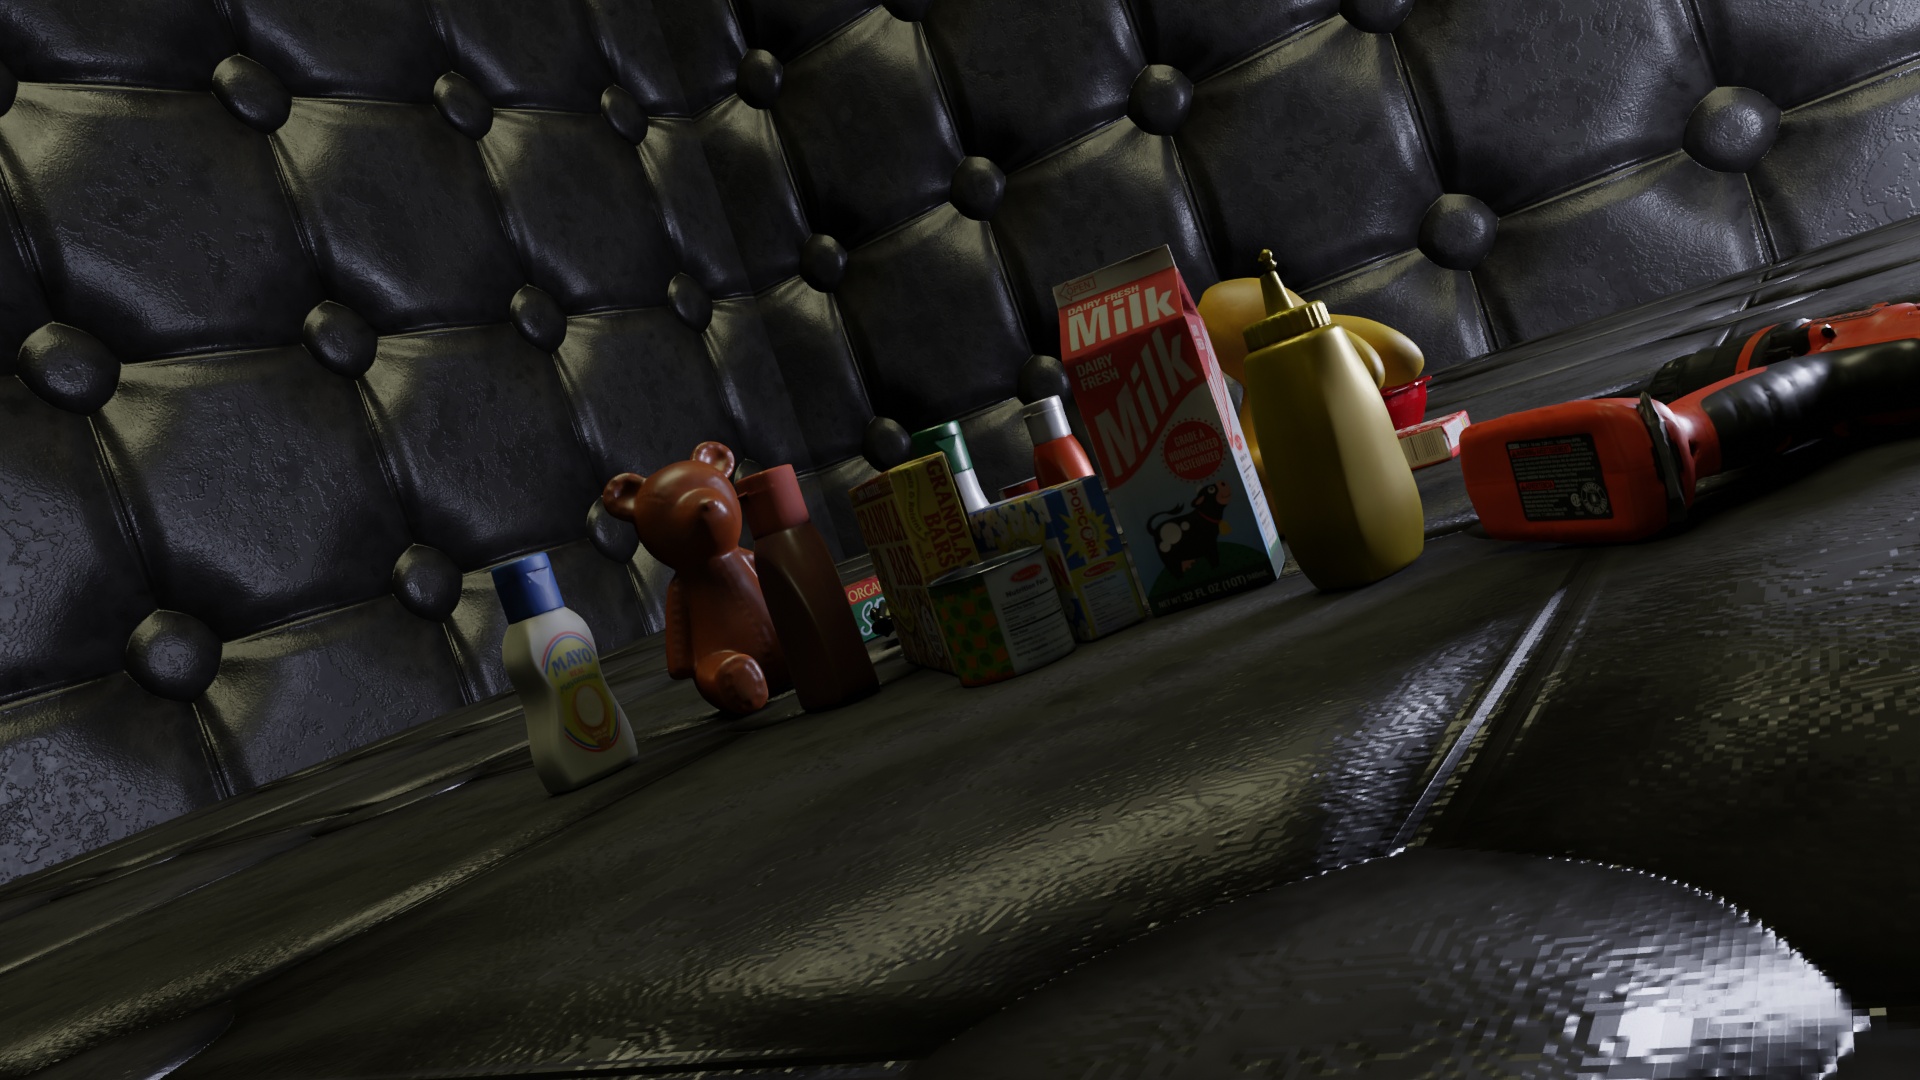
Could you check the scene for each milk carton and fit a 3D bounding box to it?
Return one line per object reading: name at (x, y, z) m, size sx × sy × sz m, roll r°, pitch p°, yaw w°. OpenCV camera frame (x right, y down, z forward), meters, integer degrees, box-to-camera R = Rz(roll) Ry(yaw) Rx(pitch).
milk carton at (0.113, -0.062, 0.770) m, size 0.072 × 0.190 × 0.073 m, roll -18°, pitch 2°, yaw 18°

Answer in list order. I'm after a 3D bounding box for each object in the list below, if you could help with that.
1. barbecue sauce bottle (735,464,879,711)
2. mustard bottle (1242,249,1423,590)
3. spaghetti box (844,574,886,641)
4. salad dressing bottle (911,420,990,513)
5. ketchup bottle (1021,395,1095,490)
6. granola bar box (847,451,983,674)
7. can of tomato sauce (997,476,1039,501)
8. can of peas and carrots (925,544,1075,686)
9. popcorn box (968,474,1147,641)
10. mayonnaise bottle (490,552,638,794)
barbecue sauce bottle at (-0.097, 0.029, 0.849) m, size 0.044 × 0.148 × 0.064 m, roll -20°, pitch 2°, yaw -33°
mustard bottle at (0.167, -0.059, 0.649) m, size 0.065 × 0.160 × 0.048 m, roll -21°, pitch 2°, yaw -39°
spaghetti box at (-0.021, 0.036, 1.262) m, size 0.028 × 0.050 × 0.251 m, roll -17°, pitch 3°, yaw 45°
salad dressing bottle at (0.004, -0.013, 1.013) m, size 0.064 × 0.147 × 0.044 m, roll -20°, pitch 2°, yaw -19°
ketchup bottle at (0.095, -0.056, 1.257) m, size 0.044 × 0.148 × 0.064 m, roll -20°, pitch 2°, yaw -30°
granola bar box at (-0.022, 0.015, 0.862) m, size 0.039 × 0.124 × 0.165 m, roll -19°, pitch 2°, yaw -13°
can of tomato sauce at (0.083, -0.022, 1.384) m, size 0.071 × 0.083 × 0.071 m, roll -19°, pitch 2°, yaw 1°
can of peas and carrots at (0.020, 0.040, 0.744) m, size 0.071 × 0.058 × 0.071 m, roll -19°, pitch 2°, yaw 1°
popcorn box at (0.049, 0.014, 0.801) m, size 0.038 × 0.085 × 0.126 m, roll -20°, pitch 2°, yaw -23°
mayonnaise bottle at (-0.258, 0.083, 0.886) m, size 0.041 × 0.148 × 0.065 m, roll -18°, pitch 2°, yaw 37°
